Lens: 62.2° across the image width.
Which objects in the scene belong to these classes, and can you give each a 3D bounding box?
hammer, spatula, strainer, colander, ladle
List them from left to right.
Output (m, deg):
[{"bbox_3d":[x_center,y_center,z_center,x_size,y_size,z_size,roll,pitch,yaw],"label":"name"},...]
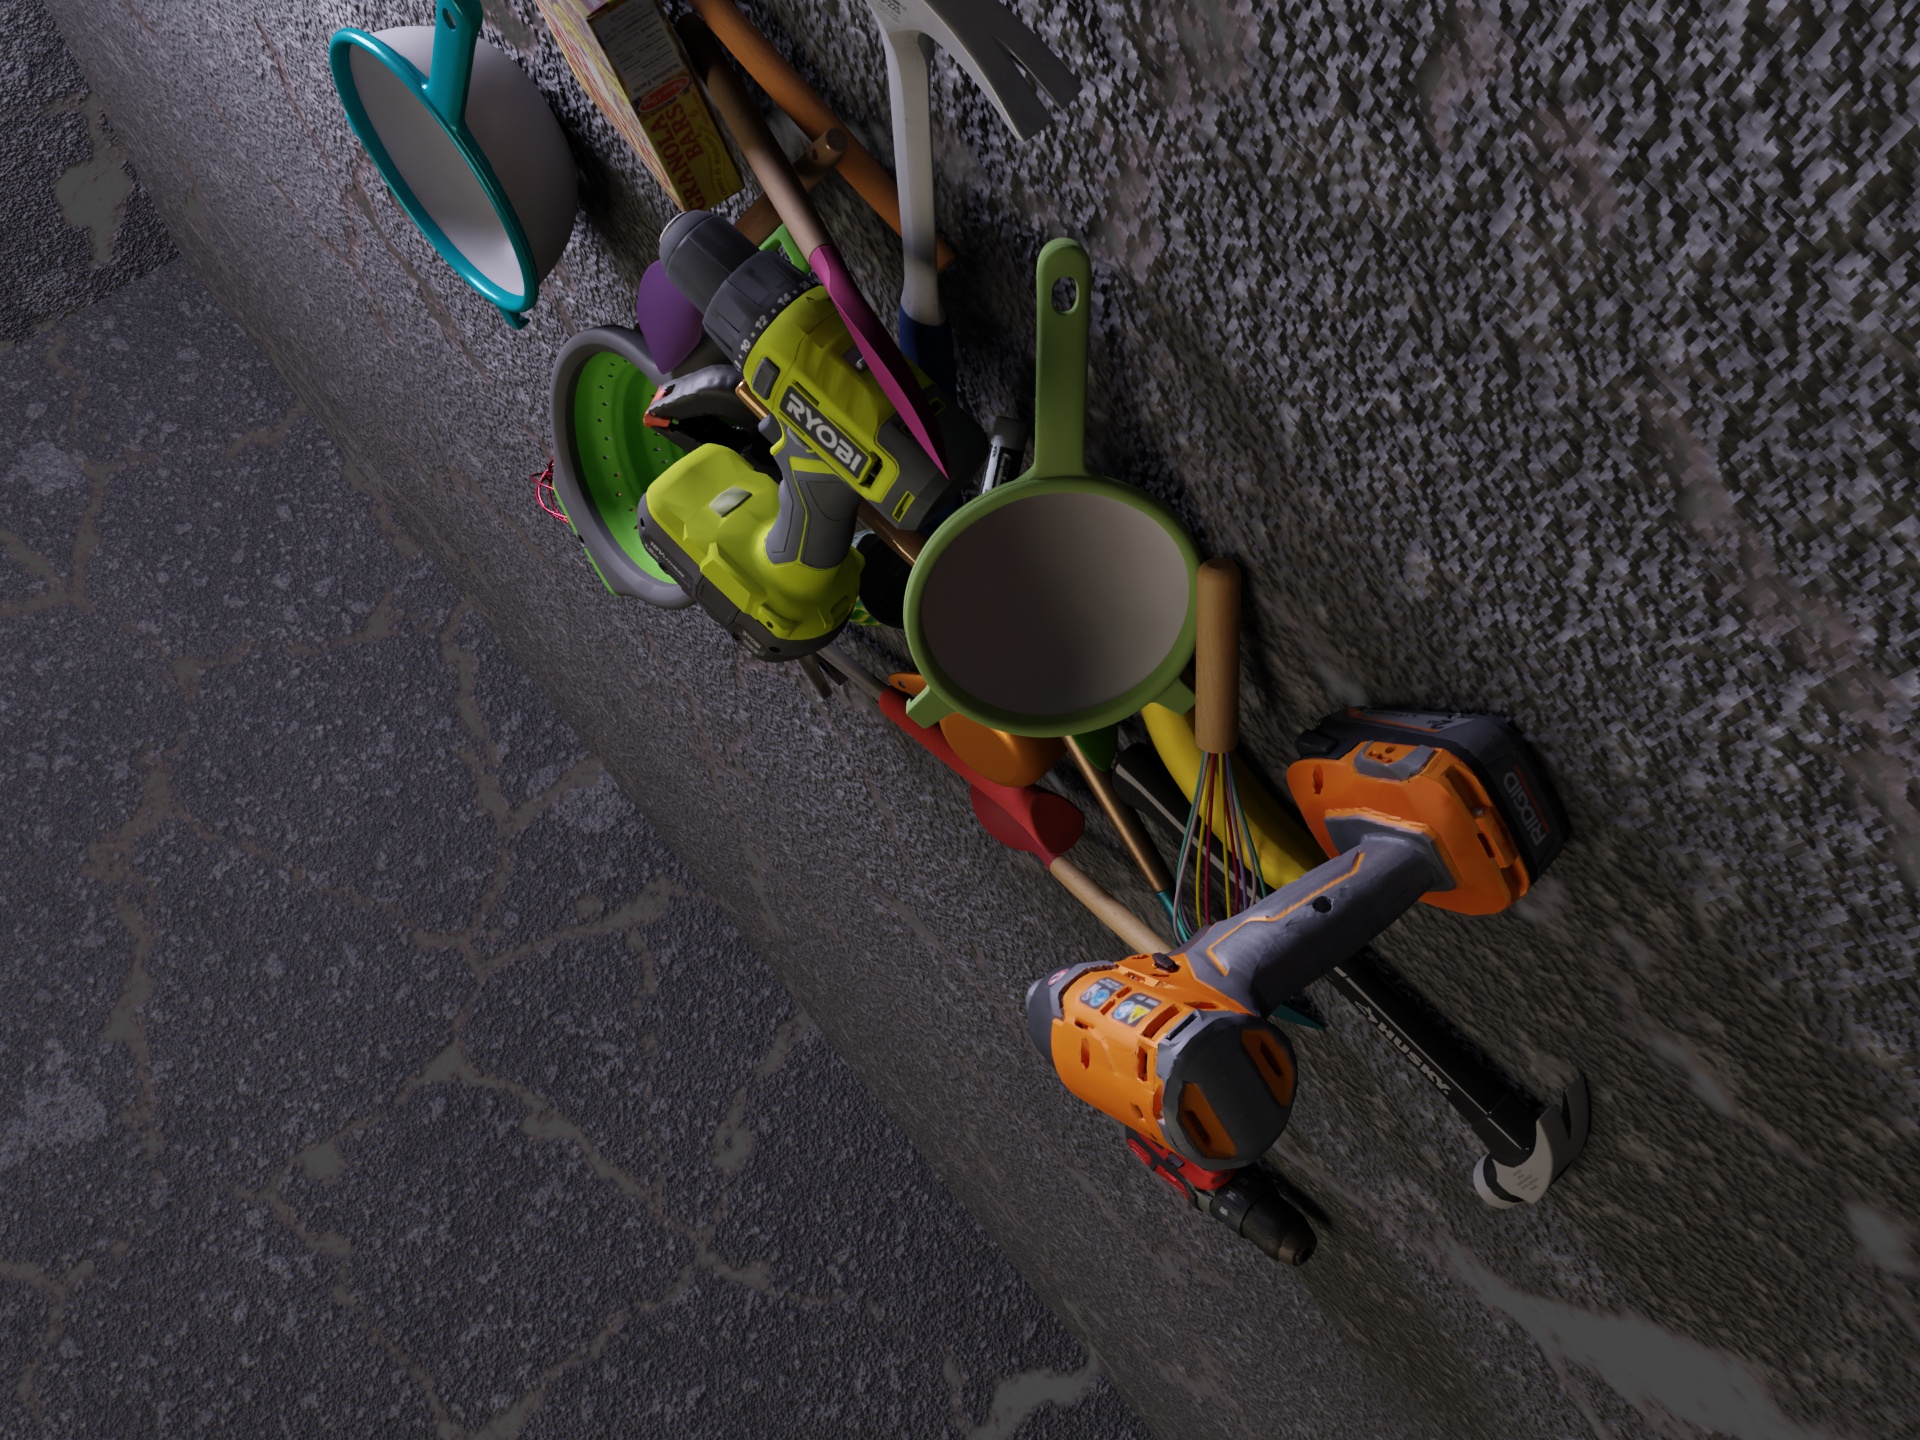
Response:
[{"bbox_3d":[-0.311,-0.406,1.049,0.211,0.095,0.340,52,160,-8],"label":"strainer"},{"bbox_3d":[-0.163,-0.217,1.081,0.204,0.094,0.397,60,144,4],"label":"colander"},{"bbox_3d":[-0.132,-0.261,0.889,0.316,0.018,0.060,-10,103,62],"label":"spatula"},{"bbox_3d":[-0.108,-0.350,0.784,0.322,0.041,0.081,48,163,-1],"label":"spatula"},{"bbox_3d":[-0.032,0.003,1.199,0.359,0.037,0.148,37,164,42],"label":"hammer"},{"bbox_3d":[-0.015,-0.202,0.769,0.144,0.035,0.405,40,163,16],"label":"hammer"},{"bbox_3d":[0.044,-0.113,0.773,0.069,0.151,0.256,-98,5,-56],"label":"strainer"},{"bbox_3d":[0.083,0.114,1.112,0.316,0.031,0.069,40,160,52],"label":"ladle"},{"bbox_3d":[0.125,0.078,1.019,0.317,0.044,0.082,59,163,-10],"label":"spatula"},{"bbox_3d":[0.211,0.132,0.904,0.335,0.035,0.146,45,161,21],"label":"hammer"}]

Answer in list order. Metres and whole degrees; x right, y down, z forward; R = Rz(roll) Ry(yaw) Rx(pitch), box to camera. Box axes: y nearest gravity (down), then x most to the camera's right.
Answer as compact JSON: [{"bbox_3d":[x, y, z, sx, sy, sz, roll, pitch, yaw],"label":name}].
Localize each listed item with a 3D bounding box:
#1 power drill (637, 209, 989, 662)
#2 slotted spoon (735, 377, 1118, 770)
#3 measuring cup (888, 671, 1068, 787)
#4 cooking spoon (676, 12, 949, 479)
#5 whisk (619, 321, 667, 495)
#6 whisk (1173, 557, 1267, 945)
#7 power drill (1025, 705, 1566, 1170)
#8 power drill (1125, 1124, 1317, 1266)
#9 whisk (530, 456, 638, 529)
[{"bbox_3d":[-0.100,-0.145,0.851,0.190,0.080,0.228,43,147,2],"label":"power drill"},{"bbox_3d":[-0.013,-0.087,0.935,0.313,0.031,0.070,43,-159,-10],"label":"slotted spoon"},{"bbox_3d":[-0.002,-0.003,1.070,0.174,0.052,0.095,10,137,44],"label":"measuring cup"},{"bbox_3d":[-0.074,-0.236,0.749,0.319,0.017,0.068,62,-178,27],"label":"cooking spoon"},{"bbox_3d":[-0.254,-0.234,1.298,0.070,0.070,0.284,48,157,13],"label":"whisk"},{"bbox_3d":[0.133,0.031,0.813,0.051,0.047,0.244,6,123,16],"label":"whisk"},{"bbox_3d":[0.132,0.087,0.696,0.084,0.226,0.164,58,161,-17],"label":"power drill"},{"bbox_3d":[0.190,0.326,1.255,0.188,0.080,0.226,34,157,43],"label":"power drill"},{"bbox_3d":[-0.218,-0.160,1.247,0.296,0.073,0.073,19,148,24],"label":"whisk"}]
